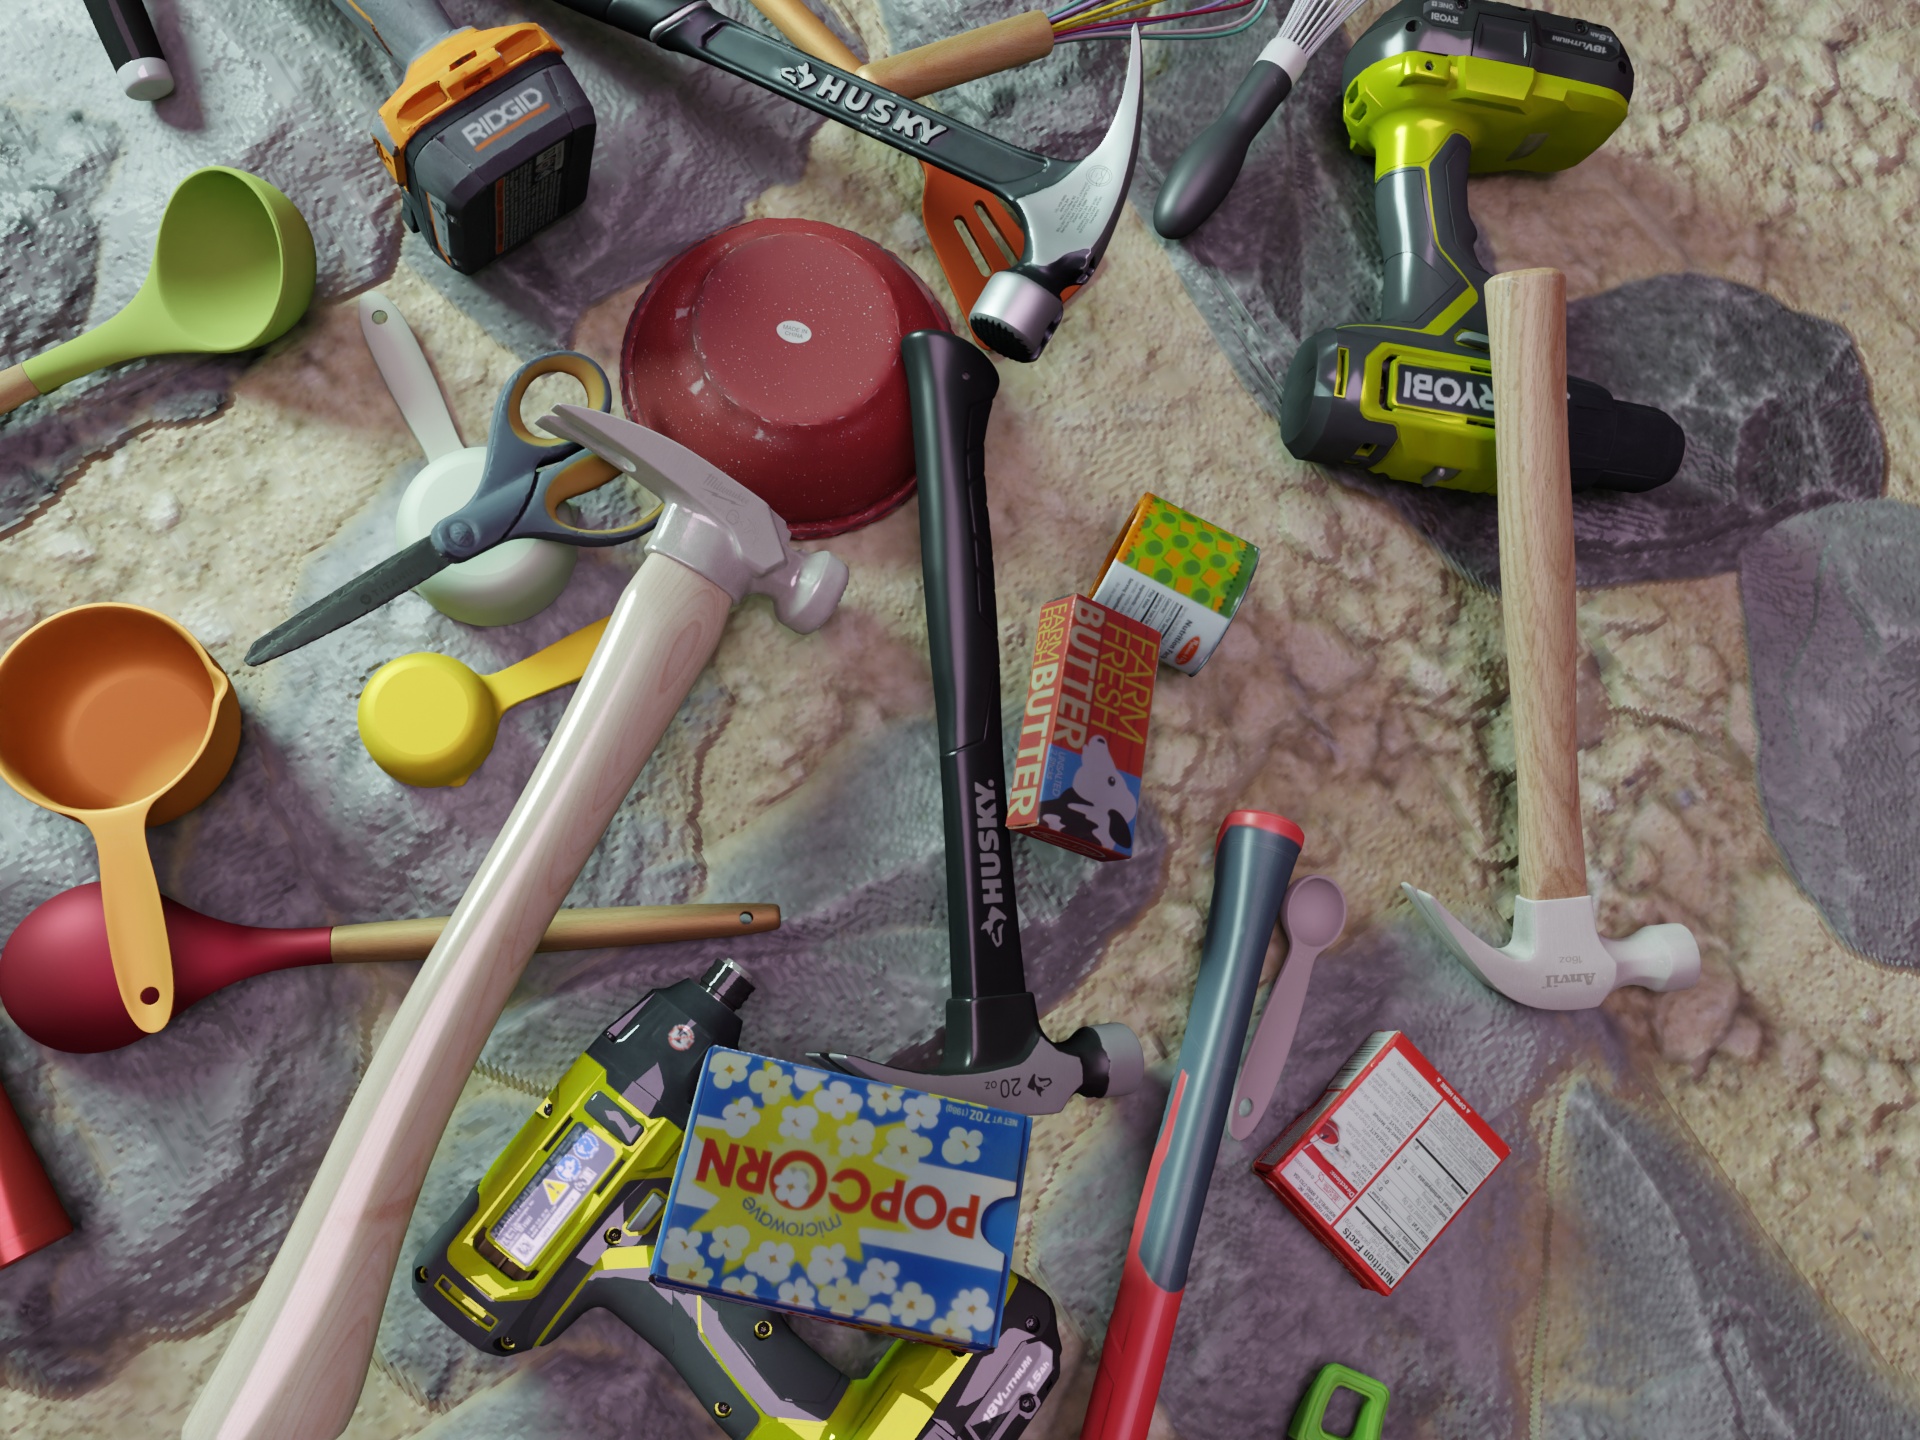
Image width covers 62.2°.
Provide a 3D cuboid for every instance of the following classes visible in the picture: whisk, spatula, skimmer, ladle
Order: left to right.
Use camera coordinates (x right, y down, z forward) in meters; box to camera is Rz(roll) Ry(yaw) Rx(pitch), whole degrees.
[{"bbox_3d":[-0.420,-0.136,0.666,0.320,0.062,0.078,-31,84,-11],"label":"ladle"},{"bbox_3d":[-0.443,-0.452,0.743,0.127,0.090,0.363,-23,93,-15],"label":"skimmer"},{"bbox_3d":[-0.233,0.093,0.661,0.315,0.031,0.069,-3,79,-11],"label":"ladle"},{"bbox_3d":[-0.065,-0.318,0.774,0.081,0.041,0.323,-42,83,-15],"label":"spatula"},{"bbox_3d":[0.057,-0.337,0.772,0.245,0.051,0.047,-26,44,-19],"label":"whisk"},{"bbox_3d":[0.178,-0.354,0.799,0.070,0.070,0.284,34,81,0],"label":"whisk"}]

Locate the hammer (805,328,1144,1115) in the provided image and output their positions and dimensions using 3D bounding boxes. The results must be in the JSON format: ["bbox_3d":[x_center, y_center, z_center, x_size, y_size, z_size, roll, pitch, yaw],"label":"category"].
[{"bbox_3d":[-0.001,-0.002,0.672,0.146,0.035,0.335,1,81,-32],"label":"hammer"}]

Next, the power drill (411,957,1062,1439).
[{"bbox_3d":[-0.077,0.218,0.632,0.223,0.080,0.171,38,76,4],"label":"power drill"}]

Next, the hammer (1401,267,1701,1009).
[{"bbox_3d":[0.260,-0.034,0.717,0.130,0.031,0.331,-5,94,-8],"label":"hammer"}]

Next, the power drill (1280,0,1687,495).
[{"bbox_3d":[0.262,-0.220,0.774,0.190,0.080,0.228,8,80,-6],"label":"power drill"}]

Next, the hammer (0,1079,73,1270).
[{"bbox_3d":[-0.431,0.041,0.616,0.149,0.036,0.359,-28,88,5],"label":"hammer"}]

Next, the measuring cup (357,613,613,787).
[{"bbox_3d":[-0.185,-0.023,0.688,0.156,0.029,0.062,-26,83,-11],"label":"measuring cup"}]

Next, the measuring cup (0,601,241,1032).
[{"bbox_3d":[-0.330,0.041,0.640,0.095,0.052,0.174,-13,79,-11],"label":"measuring cup"}]

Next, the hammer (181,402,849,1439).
[{"bbox_3d":[-0.184,0.072,0.614,0.146,0.038,0.411,33,68,-24],"label":"hammer"}]

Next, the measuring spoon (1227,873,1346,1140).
[{"bbox_3d":[0.141,0.127,0.715,0.034,0.018,0.124,25,81,-26],"label":"measuring spoon"}]

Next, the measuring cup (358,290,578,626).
[{"bbox_3d":[-0.228,-0.122,0.698,0.083,0.038,0.167,-26,85,-13],"label":"measuring cup"}]

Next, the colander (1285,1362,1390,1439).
[{"bbox_3d":[0.099,0.448,0.598,0.204,0.094,0.397,24,76,-3],"label":"colander"}]

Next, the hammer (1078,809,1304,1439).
[{"bbox_3d":[0.084,0.215,0.632,0.038,0.143,0.386,21,72,-8],"label":"hammer"}]

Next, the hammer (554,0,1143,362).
[{"bbox_3d":[-0.106,-0.311,0.715,0.409,0.036,0.149,29,83,12],"label":"hammer"}]

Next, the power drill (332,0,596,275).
[{"bbox_3d":[-0.258,-0.313,0.688,0.084,0.164,0.226,-39,98,-14],"label":"power drill"}]
